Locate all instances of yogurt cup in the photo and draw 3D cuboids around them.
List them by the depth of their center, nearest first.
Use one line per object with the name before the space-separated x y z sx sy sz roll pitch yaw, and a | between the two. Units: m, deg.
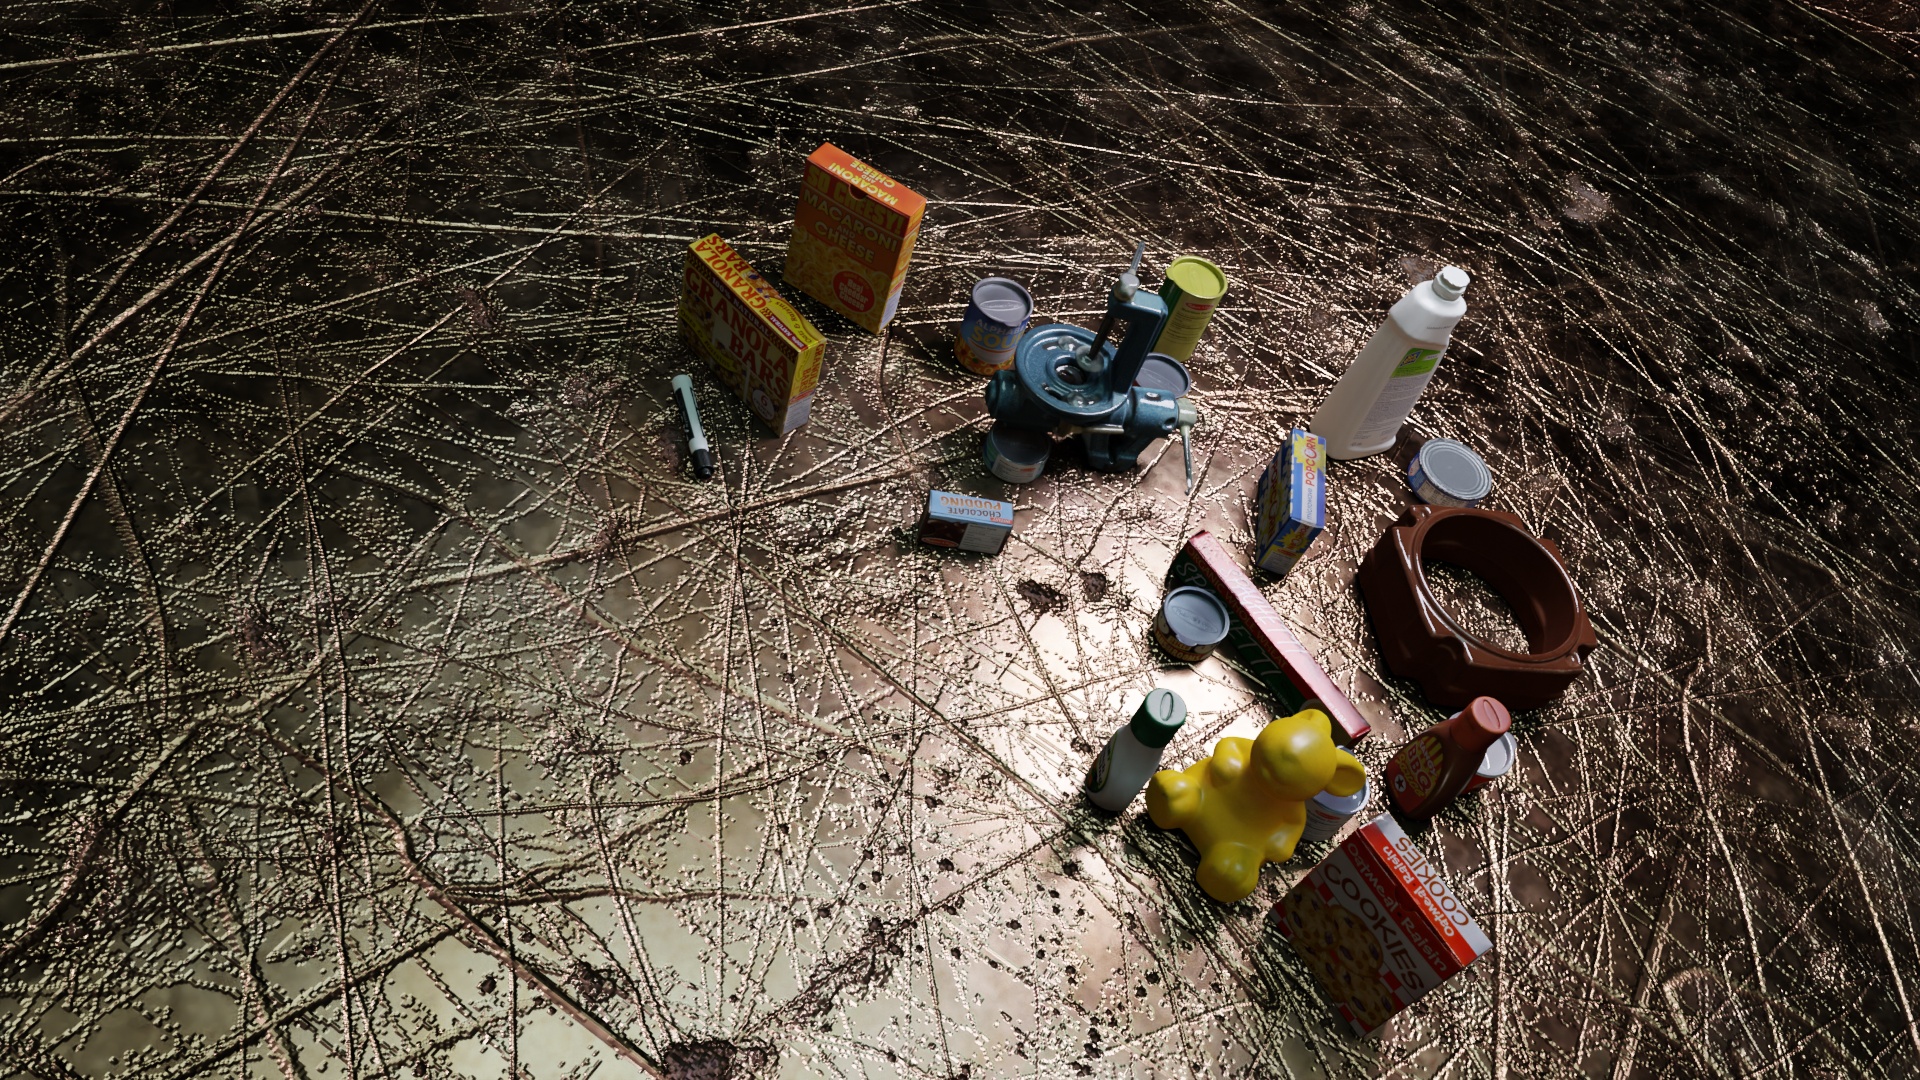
yogurt cup | 0.473 0.201 1.299 0.072 0.053 0.073 9 52 -11

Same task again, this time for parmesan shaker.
parmesan shaker | 0.244 -0.257 1.545 0.071 0.102 0.071 9 52 -11

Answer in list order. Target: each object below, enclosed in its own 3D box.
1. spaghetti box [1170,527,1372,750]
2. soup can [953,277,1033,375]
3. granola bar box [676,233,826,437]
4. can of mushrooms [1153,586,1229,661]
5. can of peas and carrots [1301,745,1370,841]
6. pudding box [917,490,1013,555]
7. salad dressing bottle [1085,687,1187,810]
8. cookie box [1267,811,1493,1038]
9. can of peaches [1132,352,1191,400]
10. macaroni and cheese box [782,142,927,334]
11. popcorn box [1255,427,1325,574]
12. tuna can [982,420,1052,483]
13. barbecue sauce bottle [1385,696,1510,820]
spaghetti box | 0.291 0.097 1.324 0.029 0.050 0.251 -22 63 -30
soup can | 0.035 -0.223 1.467 0.071 0.083 0.072 9 52 -11
granola bar box | -0.206 -0.198 1.347 0.039 0.123 0.166 -34 69 -34
can of mushrooms | 0.219 0.081 1.325 0.071 0.033 0.071 9 52 -11
can of peas and carrots | 0.320 0.223 1.232 0.071 0.058 0.071 9 52 -11
pudding box | 0.005 -0.017 1.322 0.084 0.049 0.030 9 52 -11
salad dressing bottle | 0.147 0.174 1.158 0.044 0.146 0.064 20 51 -2
cookie box | 0.326 0.307 1.100 0.040 0.166 0.123 -21 63 -29
can of peaches | 0.205 -0.156 1.486 0.071 0.057 0.071 9 52 -11
macaroni and cheese box | -0.112 -0.308 1.433 0.124 0.165 0.040 31 51 7
popcorn box | 0.338 -0.040 1.420 0.038 0.084 0.127 17 51 -5
tuna can | 0.057 -0.094 1.409 0.071 0.032 0.071 9 52 -11
barbecue sauce bottle | 0.433 0.190 1.234 0.044 0.147 0.065 -1 54 -18
